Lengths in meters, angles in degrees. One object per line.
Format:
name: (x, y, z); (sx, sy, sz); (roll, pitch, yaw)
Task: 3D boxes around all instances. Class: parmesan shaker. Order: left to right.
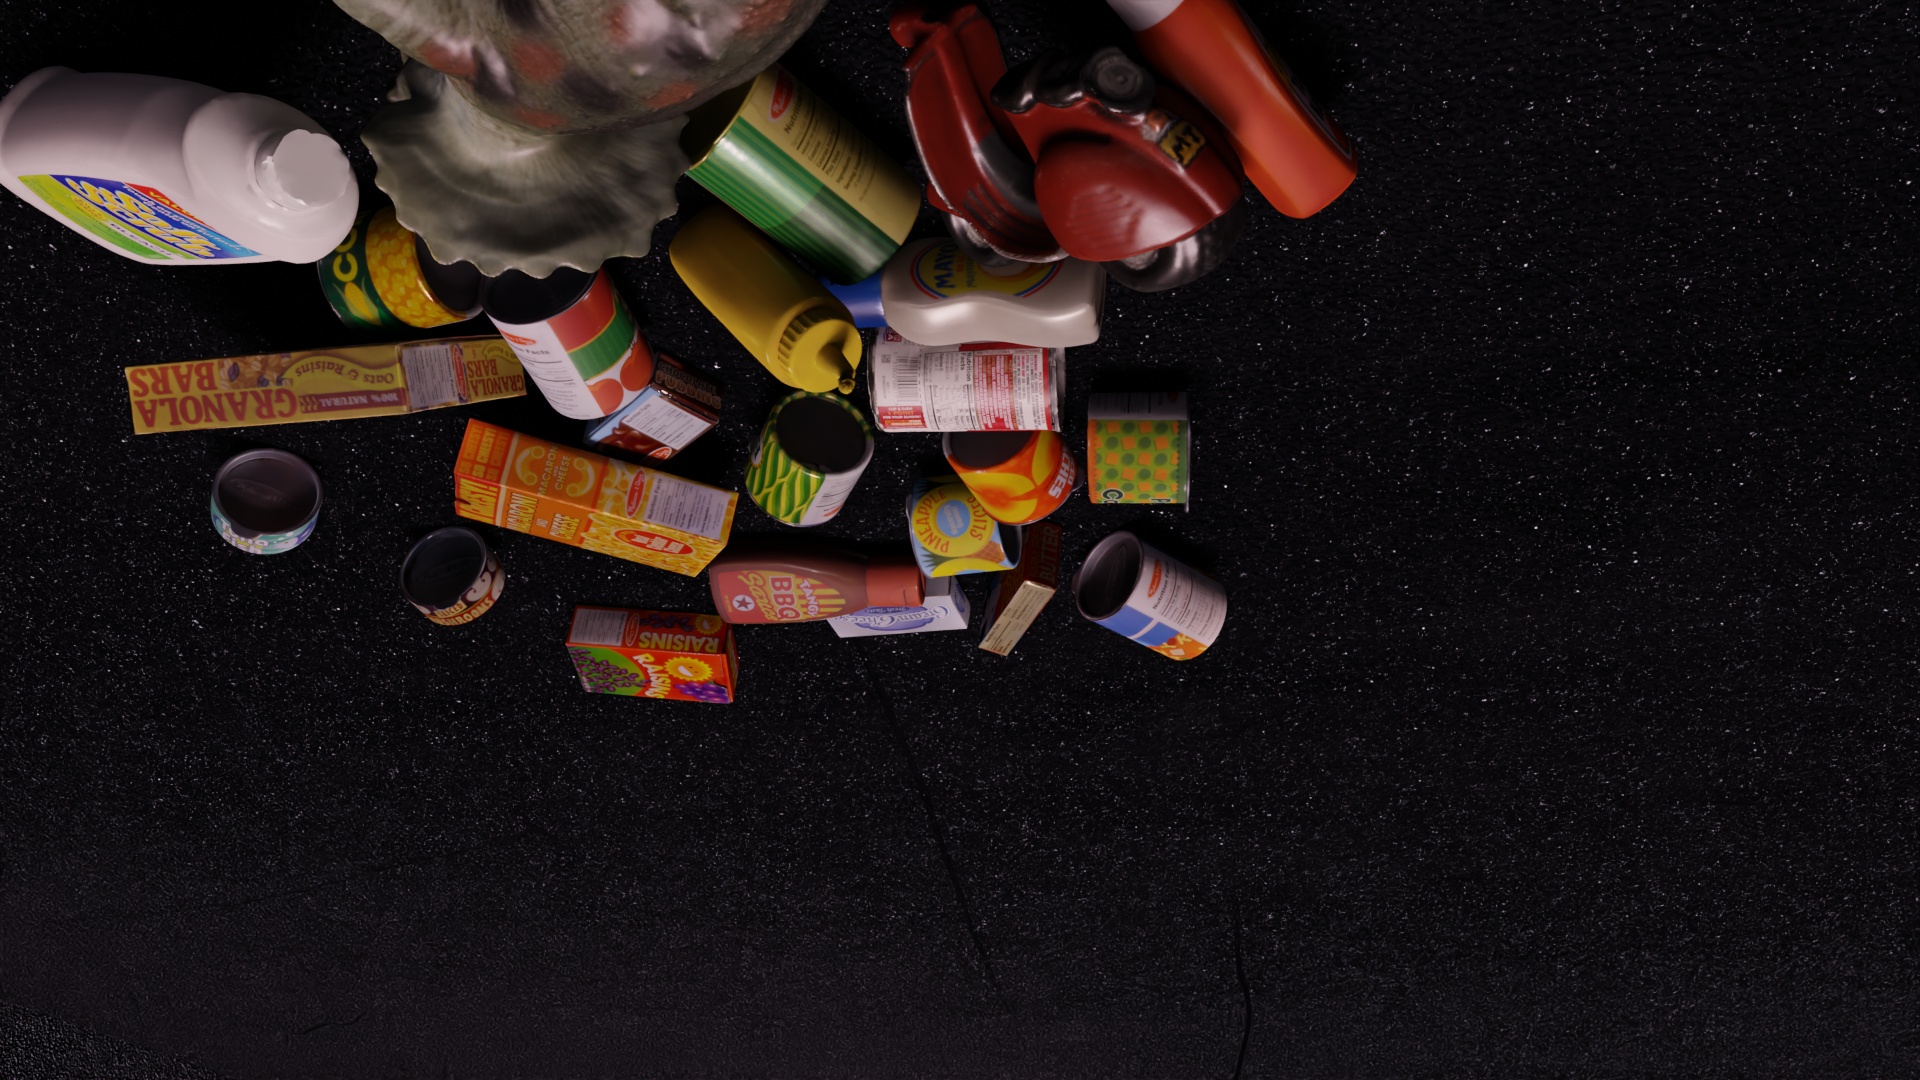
parmesan shaker: (-0.077, -0.171, 0.652); (0.071, 0.071, 0.103); (-24, 138, 36)

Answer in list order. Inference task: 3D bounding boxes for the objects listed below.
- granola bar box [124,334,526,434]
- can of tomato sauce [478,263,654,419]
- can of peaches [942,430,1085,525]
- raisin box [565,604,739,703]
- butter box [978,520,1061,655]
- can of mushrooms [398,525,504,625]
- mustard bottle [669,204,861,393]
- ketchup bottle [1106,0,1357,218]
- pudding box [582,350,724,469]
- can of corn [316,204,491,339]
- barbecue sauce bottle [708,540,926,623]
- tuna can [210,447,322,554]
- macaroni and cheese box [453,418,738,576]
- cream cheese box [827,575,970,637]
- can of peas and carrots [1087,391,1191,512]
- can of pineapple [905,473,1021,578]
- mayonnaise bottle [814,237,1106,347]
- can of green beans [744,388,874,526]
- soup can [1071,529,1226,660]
granola bar box: (-0.350, -0.090, 0.780); (0.165, 0.039, 0.124); (-3, -171, 12)
can of tomato sauce: (-0.212, -0.118, 0.760); (0.071, 0.071, 0.082); (-2, 147, 11)
can of peaches: (0.032, -0.052, 0.828); (0.071, 0.071, 0.058); (-11, 143, 23)
raisin box: (-0.244, 0.092, 1.112); (0.123, 0.040, 0.085); (4, 146, -1)
butter box: (0.041, 0.034, 0.973); (0.024, 0.053, 0.103); (15, 145, -11)
can of mushrooms: (-0.365, 0.027, 0.998); (0.071, 0.071, 0.033); (-2, 148, 10)
mustard bottle: (-0.087, -0.111, 0.678); (0.049, 0.161, 0.065); (-47, 139, 2)
ketchup bottle: (0.109, -0.204, 0.591); (0.043, 0.065, 0.148); (-39, 122, 22)
pudding box: (-0.189, -0.077, 0.851); (0.049, 0.030, 0.083); (27, 141, -33)
can of corn: (-0.290, -0.144, 0.725); (0.058, 0.071, 0.071); (-8, 145, 17)
barbecue sauce bottle: (-0.100, 0.029, 0.991); (0.148, 0.044, 0.064); (-1, 131, 8)
tuna can: (-0.466, -0.024, 0.930); (0.071, 0.071, 0.032); (19, 145, -21)
macaroni and cheese box: (-0.239, -0.023, 0.899); (0.166, 0.040, 0.123); (15, 165, -16)
cream cheese box: (-0.049, 0.047, 1.032); (0.104, 0.024, 0.053); (-5, 147, 15)
can of peas and carrots: (0.105, -0.052, 0.816); (0.059, 0.071, 0.070); (0, 147, 8)
can of pineapple: (0.003, -0.011, 0.894); (0.058, 0.071, 0.070); (-7, 145, 16)
mayonnaise bottle: (-0.001, -0.130, 0.718); (0.148, 0.065, 0.041); (0, 148, 13)
can of green beans: (-0.093, -0.051, 0.846); (0.071, 0.071, 0.057); (15, 145, -16)
soup can: (0.130, 0.039, 0.959); (0.084, 0.072, 0.071); (26, 141, -30)
